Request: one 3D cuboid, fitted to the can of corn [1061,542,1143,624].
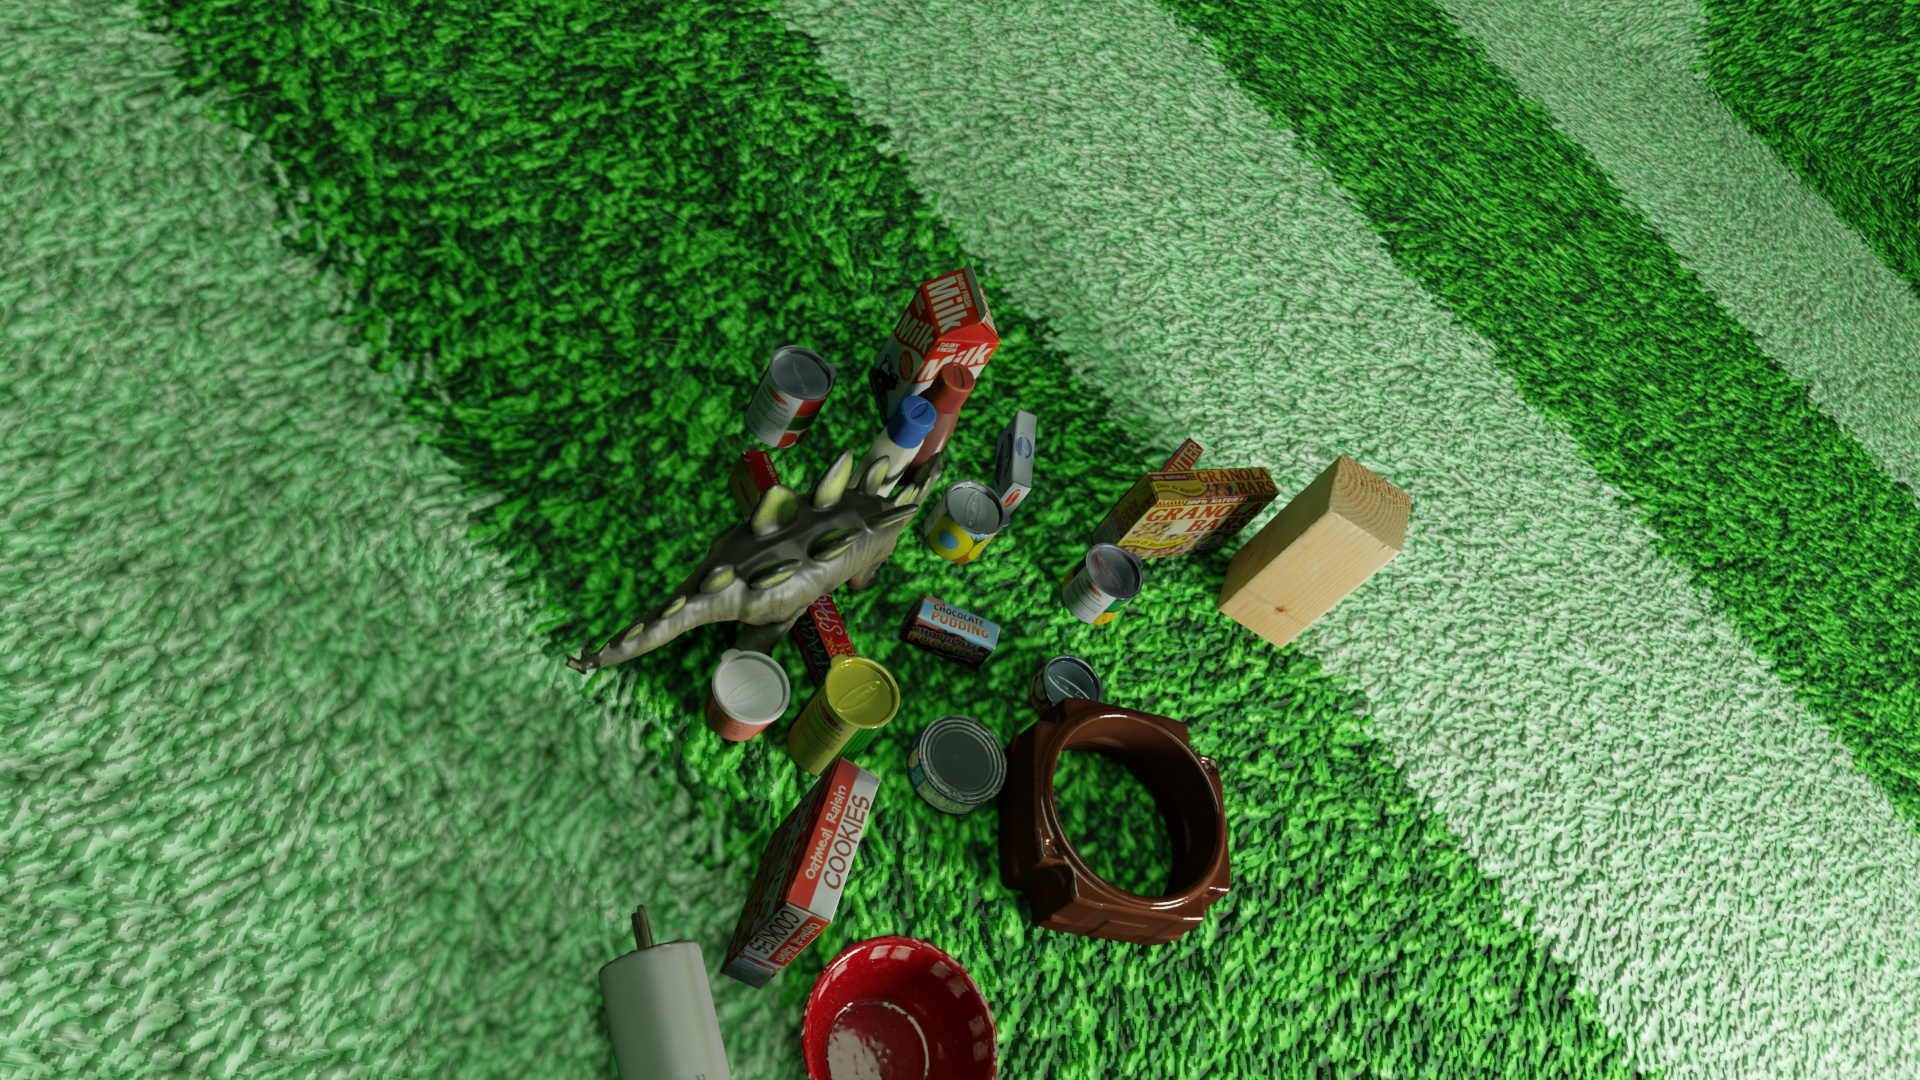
[{"bbox_3d":[0.147,0.044,1.428,0.071,0.058,0.071,14,52,-19],"label":"can of corn"}]

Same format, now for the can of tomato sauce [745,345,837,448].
[{"bbox_3d":[-0.168,-0.141,1.371,0.071,0.082,0.071,15,52,-20],"label":"can of tomato sauce"}]

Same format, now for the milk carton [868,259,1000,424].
[{"bbox_3d":[-0.021,-0.199,1.420,0.073,0.189,0.072,-1,59,-29],"label":"milk carton"}]

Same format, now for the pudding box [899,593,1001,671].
[{"bbox_3d":[-0.010,0.087,1.318,0.084,0.049,0.030,24,50,-12],"label":"pudding box"}]

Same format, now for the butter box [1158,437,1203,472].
[{"bbox_3d":[0.232,-0.069,1.558,0.024,0.053,0.104,40,48,2],"label":"butter box"}]

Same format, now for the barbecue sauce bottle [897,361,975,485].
[{"bbox_3d":[-0.031,-0.119,1.386,0.044,0.147,0.065,4,57,-27],"label":"barbecue sauce bottle"}]

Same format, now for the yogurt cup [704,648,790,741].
[{"bbox_3d":[-0.185,0.136,1.185,0.072,0.053,0.073,14,52,-19],"label":"yogurt cup"}]

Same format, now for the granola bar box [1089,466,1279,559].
[{"bbox_3d":[0.238,-0.029,1.486,0.166,0.123,0.039,-4,61,-31],"label":"granola bar box"}]

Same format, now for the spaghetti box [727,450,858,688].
[{"bbox_3d":[-0.153,0.032,1.279,0.029,0.050,0.251,-11,64,-34],"label":"spaghetti box"}]

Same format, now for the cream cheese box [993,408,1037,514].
[{"bbox_3d":[0.057,-0.084,1.473,0.024,0.053,0.104,19,51,-16],"label":"cream cheese box"}]

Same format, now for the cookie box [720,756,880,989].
[{"bbox_3d":[-0.124,0.255,1.059,0.040,0.166,0.123,27,49,-10],"label":"cookie box"}]

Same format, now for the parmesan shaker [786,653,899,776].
[{"bbox_3d":[-0.103,0.149,1.188,0.071,0.102,0.071,15,52,-20],"label":"parmesan shaker"}]

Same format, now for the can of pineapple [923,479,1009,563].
[{"bbox_3d":[0.005,-0.017,1.395,0.071,0.057,0.071,14,52,-19],"label":"can of pineapple"}]

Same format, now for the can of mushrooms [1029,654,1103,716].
[{"bbox_3d":[0.101,0.148,1.346,0.071,0.033,0.071,14,52,-19],"label":"can of mushrooms"}]

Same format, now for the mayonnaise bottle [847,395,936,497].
[{"bbox_3d":[-0.068,-0.083,1.341,0.041,0.147,0.065,41,48,2],"label":"mayonnaise bottle"}]
